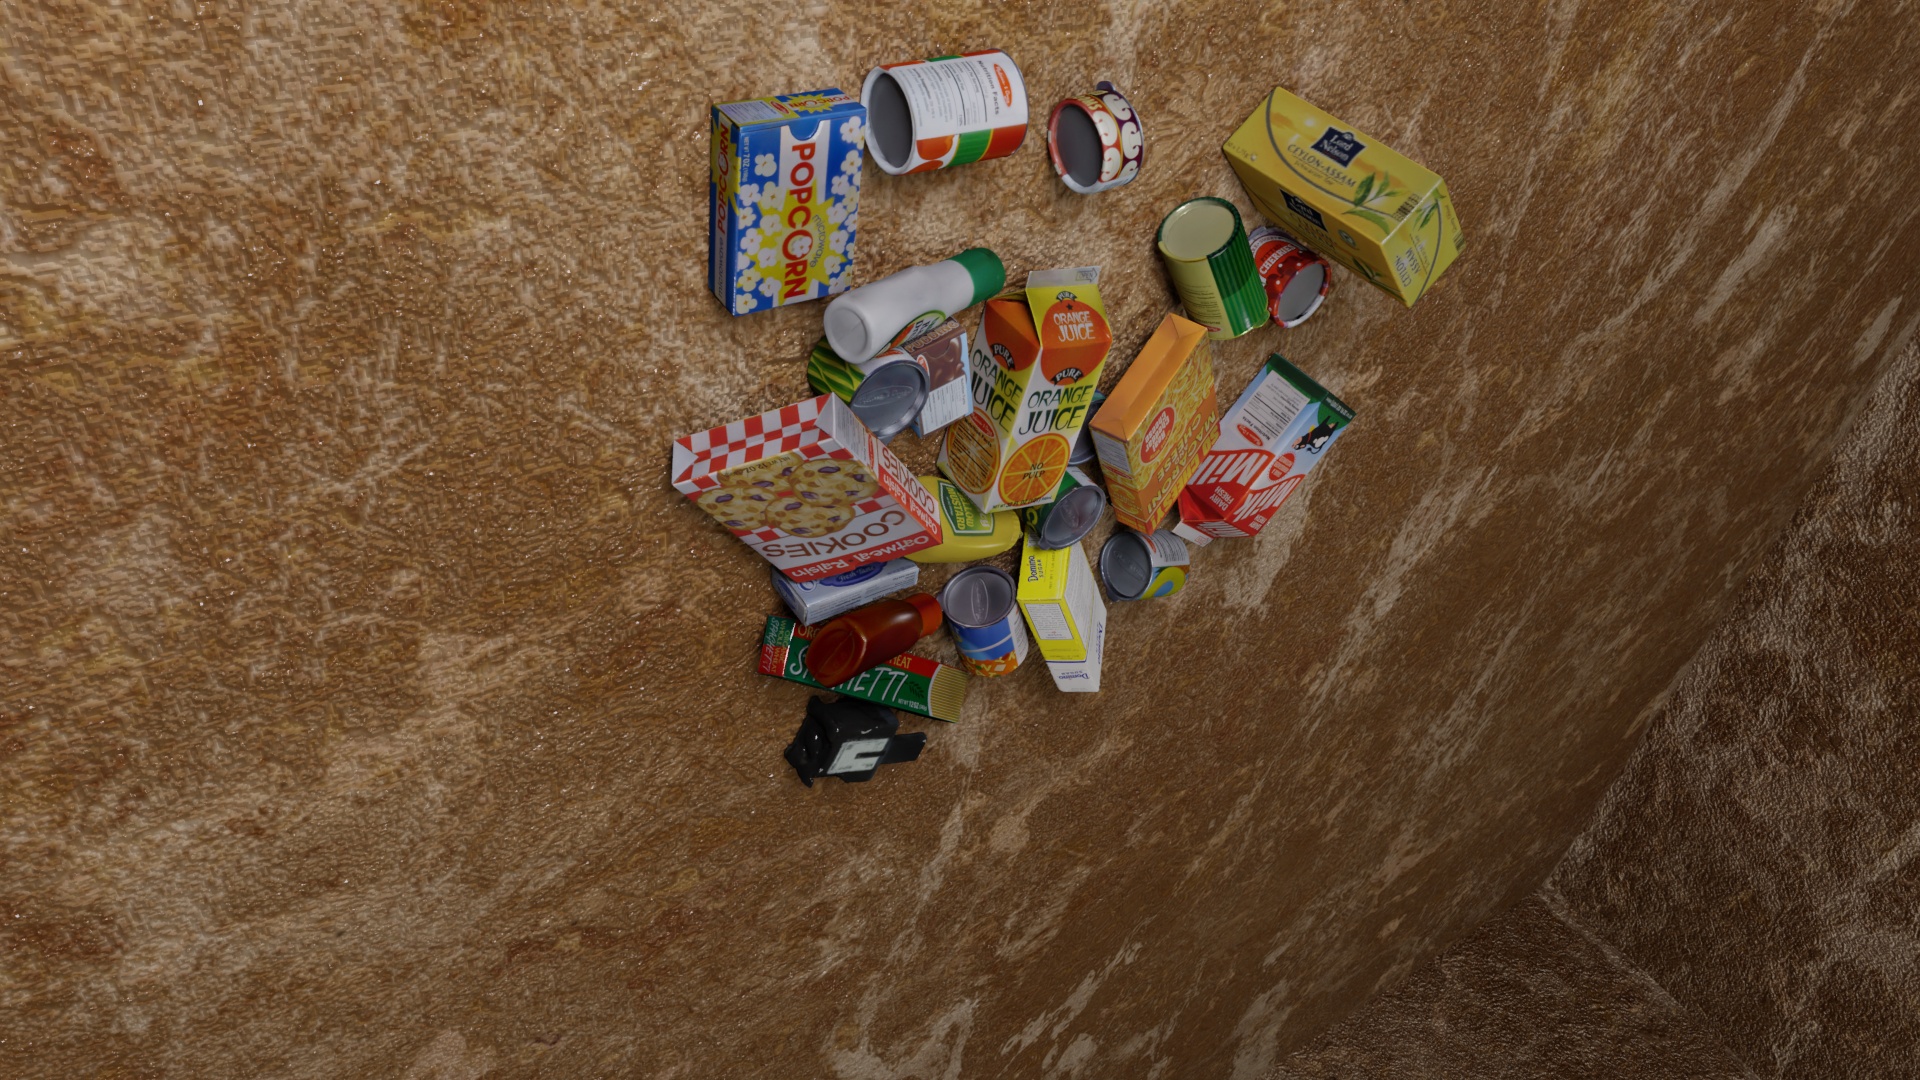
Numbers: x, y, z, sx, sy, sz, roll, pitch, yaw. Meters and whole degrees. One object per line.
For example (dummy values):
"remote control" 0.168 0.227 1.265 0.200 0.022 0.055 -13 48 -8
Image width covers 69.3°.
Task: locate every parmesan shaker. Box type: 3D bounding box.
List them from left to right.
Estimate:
"parmesan shaker" 0.203 -0.215 1.102 0.071 0.071 0.102 -41 144 -3

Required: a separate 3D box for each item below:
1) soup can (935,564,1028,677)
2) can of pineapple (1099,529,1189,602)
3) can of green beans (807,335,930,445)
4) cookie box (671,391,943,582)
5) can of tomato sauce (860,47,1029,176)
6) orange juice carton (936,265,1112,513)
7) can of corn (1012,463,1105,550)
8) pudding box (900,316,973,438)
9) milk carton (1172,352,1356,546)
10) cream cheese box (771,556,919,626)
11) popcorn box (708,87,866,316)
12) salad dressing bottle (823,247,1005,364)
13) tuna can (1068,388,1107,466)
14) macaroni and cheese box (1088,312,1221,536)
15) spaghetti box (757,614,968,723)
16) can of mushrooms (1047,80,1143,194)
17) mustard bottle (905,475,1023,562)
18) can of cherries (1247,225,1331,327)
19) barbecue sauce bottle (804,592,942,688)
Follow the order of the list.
"soup can" 0.020 0.072 1.224 0.071 0.071 0.083 -33 144 -14
"can of pineapple" 0.174 0.024 1.321 0.058 0.071 0.070 -3 128 -42
"can of green beans" -0.064 -0.111 0.961 0.071 0.058 0.071 -26 141 -23
"cookie box" -0.102 -0.031 0.971 0.123 0.040 0.167 -15 150 19
"can of tomato sauce" -0.011 -0.262 0.855 0.083 0.071 0.070 -19 138 -29
"orange juice carton" 0.051 -0.120 1.051 0.072 0.073 0.191 -10 132 -37
"can of corn" 0.077 -0.034 1.175 0.071 0.058 0.070 -26 141 -23
"pudding box" -0.019 -0.121 1.019 0.050 0.030 0.083 -28 142 -18
"milk carton" 0.275 -0.074 1.311 0.190 0.073 0.072 -52 144 12
"cream cheese box" -0.089 0.027 1.081 0.104 0.053 0.024 -20 140 -29
"popcorn box" -0.106 -0.205 0.844 0.085 0.038 0.126 -18 138 -29
"salad dressing bottle" -0.027 -0.161 0.930 0.148 0.044 0.064 -33 -179 -43
"tuna can" 0.094 -0.097 1.148 0.071 0.033 0.070 -26 141 -23
"macaroni and cheese box" 0.168 -0.095 1.178 0.124 0.040 0.166 -54 153 -15
"spaghetti box" -0.077 0.113 1.183 0.250 0.028 0.050 24 74 -52
"can of mushrooms" 0.090 -0.272 0.942 0.033 0.071 0.070 -22 139 -25
"mustard bottle" 0.004 -0.014 1.121 0.048 0.065 0.160 -29 160 34
"can of cherries" 0.268 -0.222 1.167 0.072 0.058 0.071 -26 141 -23
"barbecue sauce bottle" -0.064 0.074 1.125 0.064 0.044 0.149 -50 166 25
